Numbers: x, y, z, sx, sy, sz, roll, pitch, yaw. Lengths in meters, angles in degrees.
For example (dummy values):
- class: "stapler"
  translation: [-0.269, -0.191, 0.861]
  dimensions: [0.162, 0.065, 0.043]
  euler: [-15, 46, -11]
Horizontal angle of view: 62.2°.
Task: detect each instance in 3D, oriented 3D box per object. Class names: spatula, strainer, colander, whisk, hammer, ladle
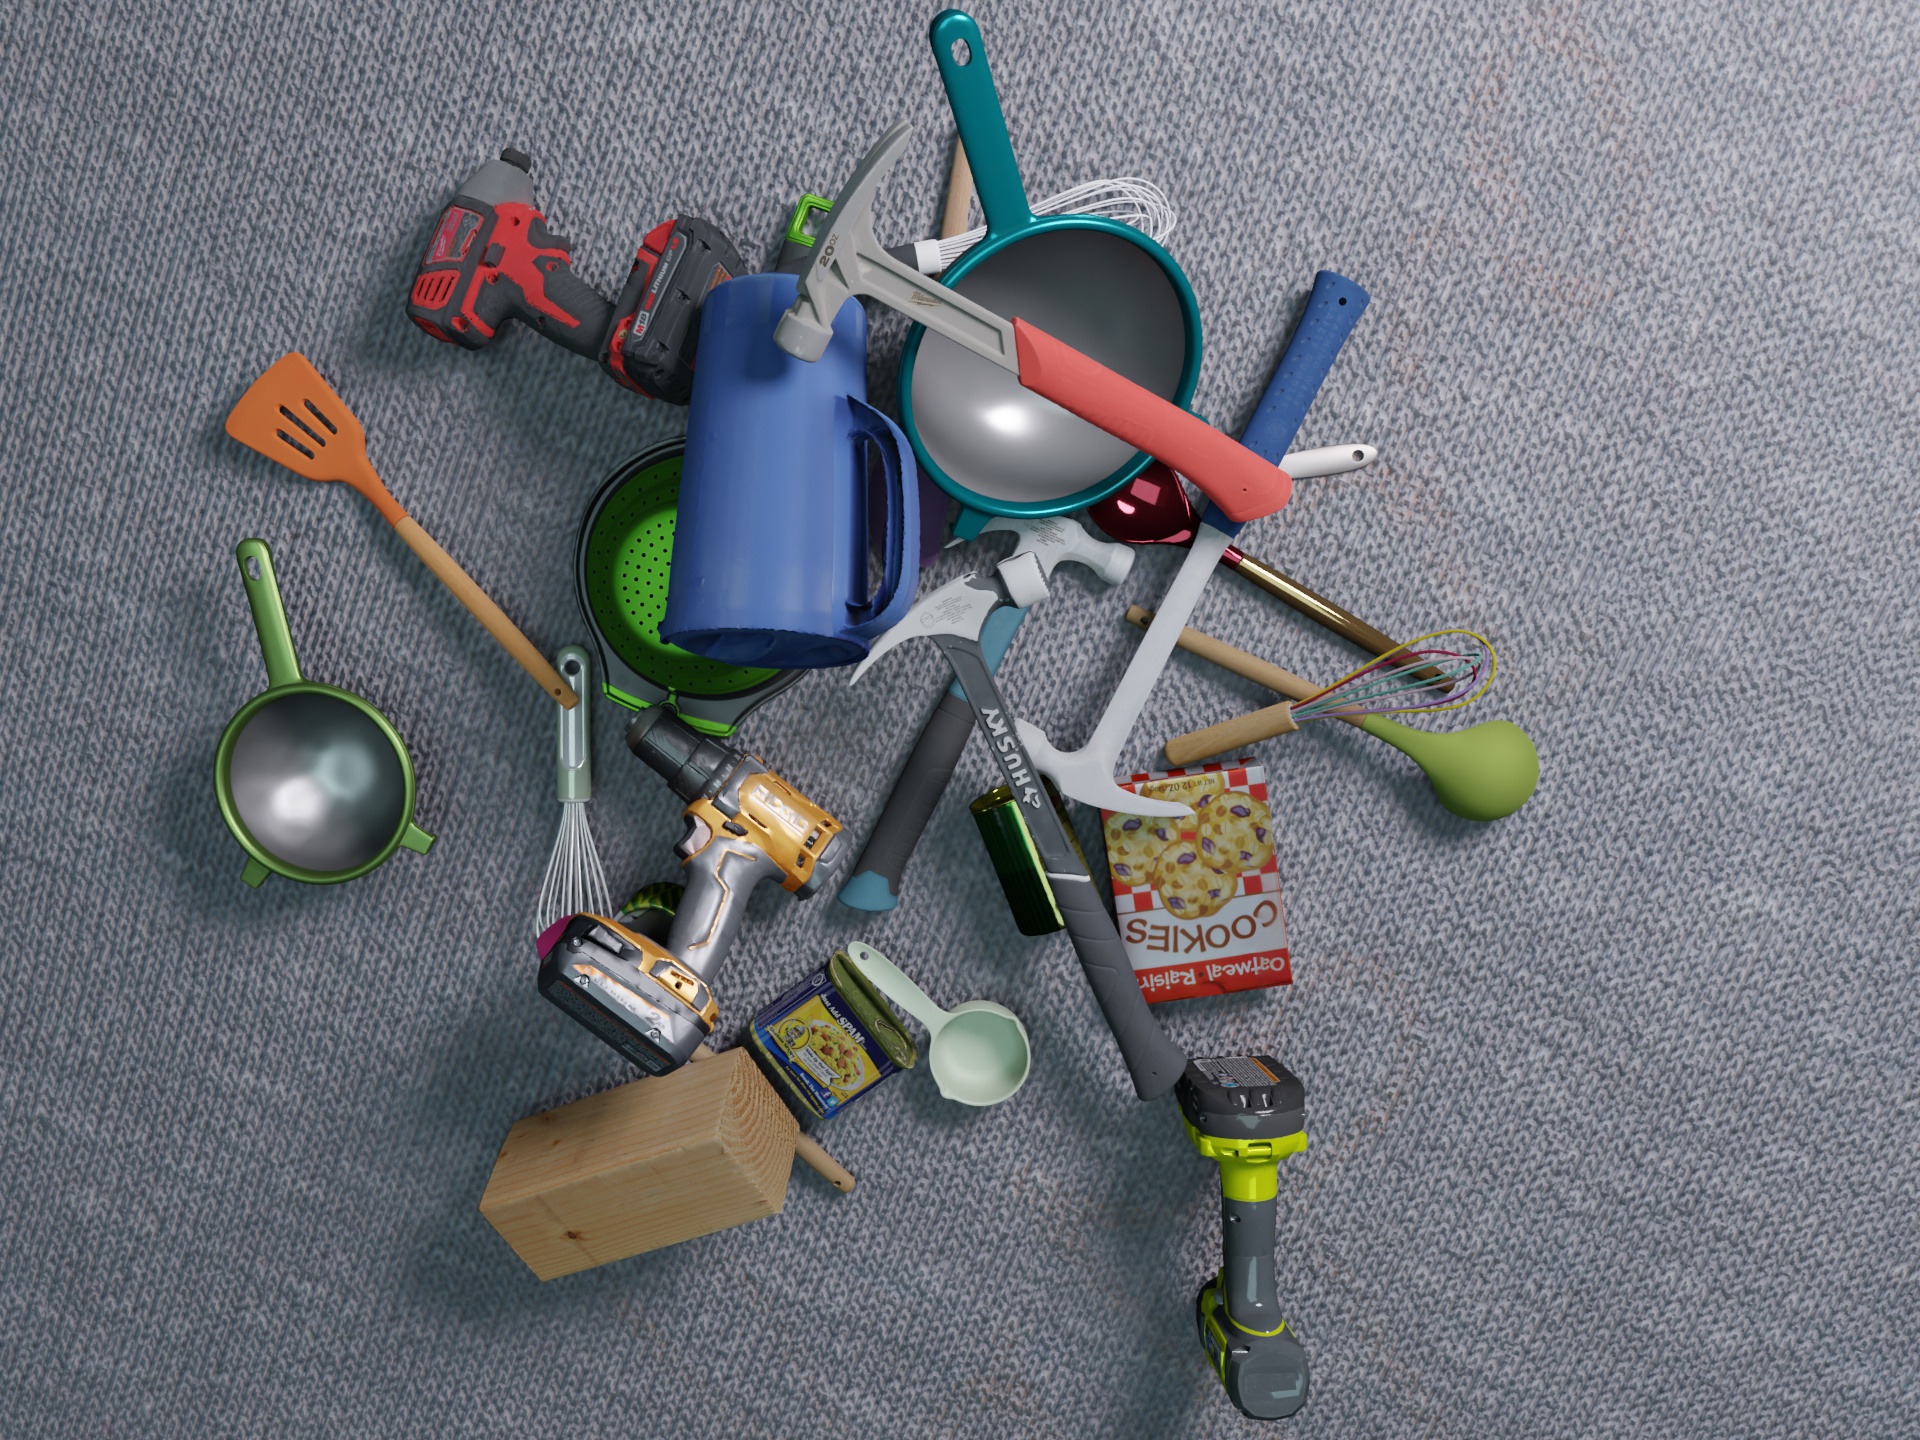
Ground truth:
- class: "spatula"
  translation: [-0.394, -0.126, 1.156]
  dimensions: [0.081, 0.041, 0.322]
  euler: [-44, 88, 7]
- class: "strainer"
  translation: [0.030, -0.295, 1.029]
  dimensions: [0.211, 0.095, 0.340]
  euler: [-24, 128, -3]
- class: "colander"
  translation: [-0.161, -0.178, 1.120]
  dimensions: [0.204, 0.094, 0.397]
  euler: [19, 99, -1]
- class: "whisk"
  translation: [-0.289, 0.066, 1.188]
  dimensions: [0.058, 0.059, 0.246]
  euler: [0, 94, -8]
- class: "hammer"
  translation: [0.180, -0.120, 1.117]
  dimensions: [0.144, 0.035, 0.405]
  euler: [27, 93, -6]
- class: "spatula"
  translation: [-0.020, -0.268, 1.140]
  dimensions: [0.060, 0.018, 0.316]
  euler: [11, 100, 7]
- class: "ladle"
  translation: [0.269, -0.015, 1.161]
  dimensions: [0.320, 0.062, 0.078]
  euler: [25, 106, 5]
- class: "hammer"
  translation: [0.062, 0.093, 1.106]
  dimensions: [0.149, 0.036, 0.408]
  euler: [-22, 106, 8]
- class: "whisk"
  translation: [0.009, -0.324, 1.096]
  dimensions: [0.284, 0.070, 0.070]
  euler: [-11, 98, -3]
- class: "strainer"
  translation: [-0.477, -0.009, 1.172]
  dimensions: [0.151, 0.069, 0.256]
  euler: [-12, 97, 6]
- class: "hammer"
  translation: [-0.002, -0.004, 1.172]
  dimensions: [0.128, 0.033, 0.331]
  euler: [26, 99, -2]
- class: "ladle"
  translation: [0.224, -0.103, 1.151]
  dimensions: [0.315, 0.031, 0.069]
  euler: [30, 90, -4]
- class: "hammer"
  translation: [0.071, -0.224, 0.999]
  dimensions: [0.358, 0.037, 0.149]
  euler: [23, 114, -26]
- class: "whisk"
  translation: [0.254, -0.007, 1.116]
  dimensions: [0.245, 0.051, 0.047]
  euler: [-20, 110, 29]

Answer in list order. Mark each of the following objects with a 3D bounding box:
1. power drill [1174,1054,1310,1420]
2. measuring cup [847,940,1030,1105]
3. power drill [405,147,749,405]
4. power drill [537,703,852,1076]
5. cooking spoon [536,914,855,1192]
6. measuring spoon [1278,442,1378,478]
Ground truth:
- class: "power drill"
  translation: [0.202, 0.365, 1.159]
  dimensions: [0.080, 0.171, 0.223]
  euler: [-2, 90, -3]
- class: "measuring cup"
  translation: [-0.019, 0.220, 1.205]
  dimensions: [0.167, 0.038, 0.083]
  euler: [41, 98, -2]
- class: "power drill"
  translation: [-0.265, -0.308, 1.094]
  dimensions: [0.220, 0.078, 0.143]
  euler: [19, 84, 17]
- class: "power drill"
  translation: [-0.204, 0.110, 1.123]
  dimensions: [0.185, 0.084, 0.226]
  euler: [39, 57, -8]
- class: "cooking spoon"
  translation: [-0.189, 0.255, 1.187]
  dimensions: [0.068, 0.017, 0.318]
  euler: [-37, 110, 16]
- class: "measuring spoon"
  translation: [0.239, -0.183, 1.142]
  dimensions: [0.124, 0.018, 0.034]
  euler: [-9, 98, 3]
